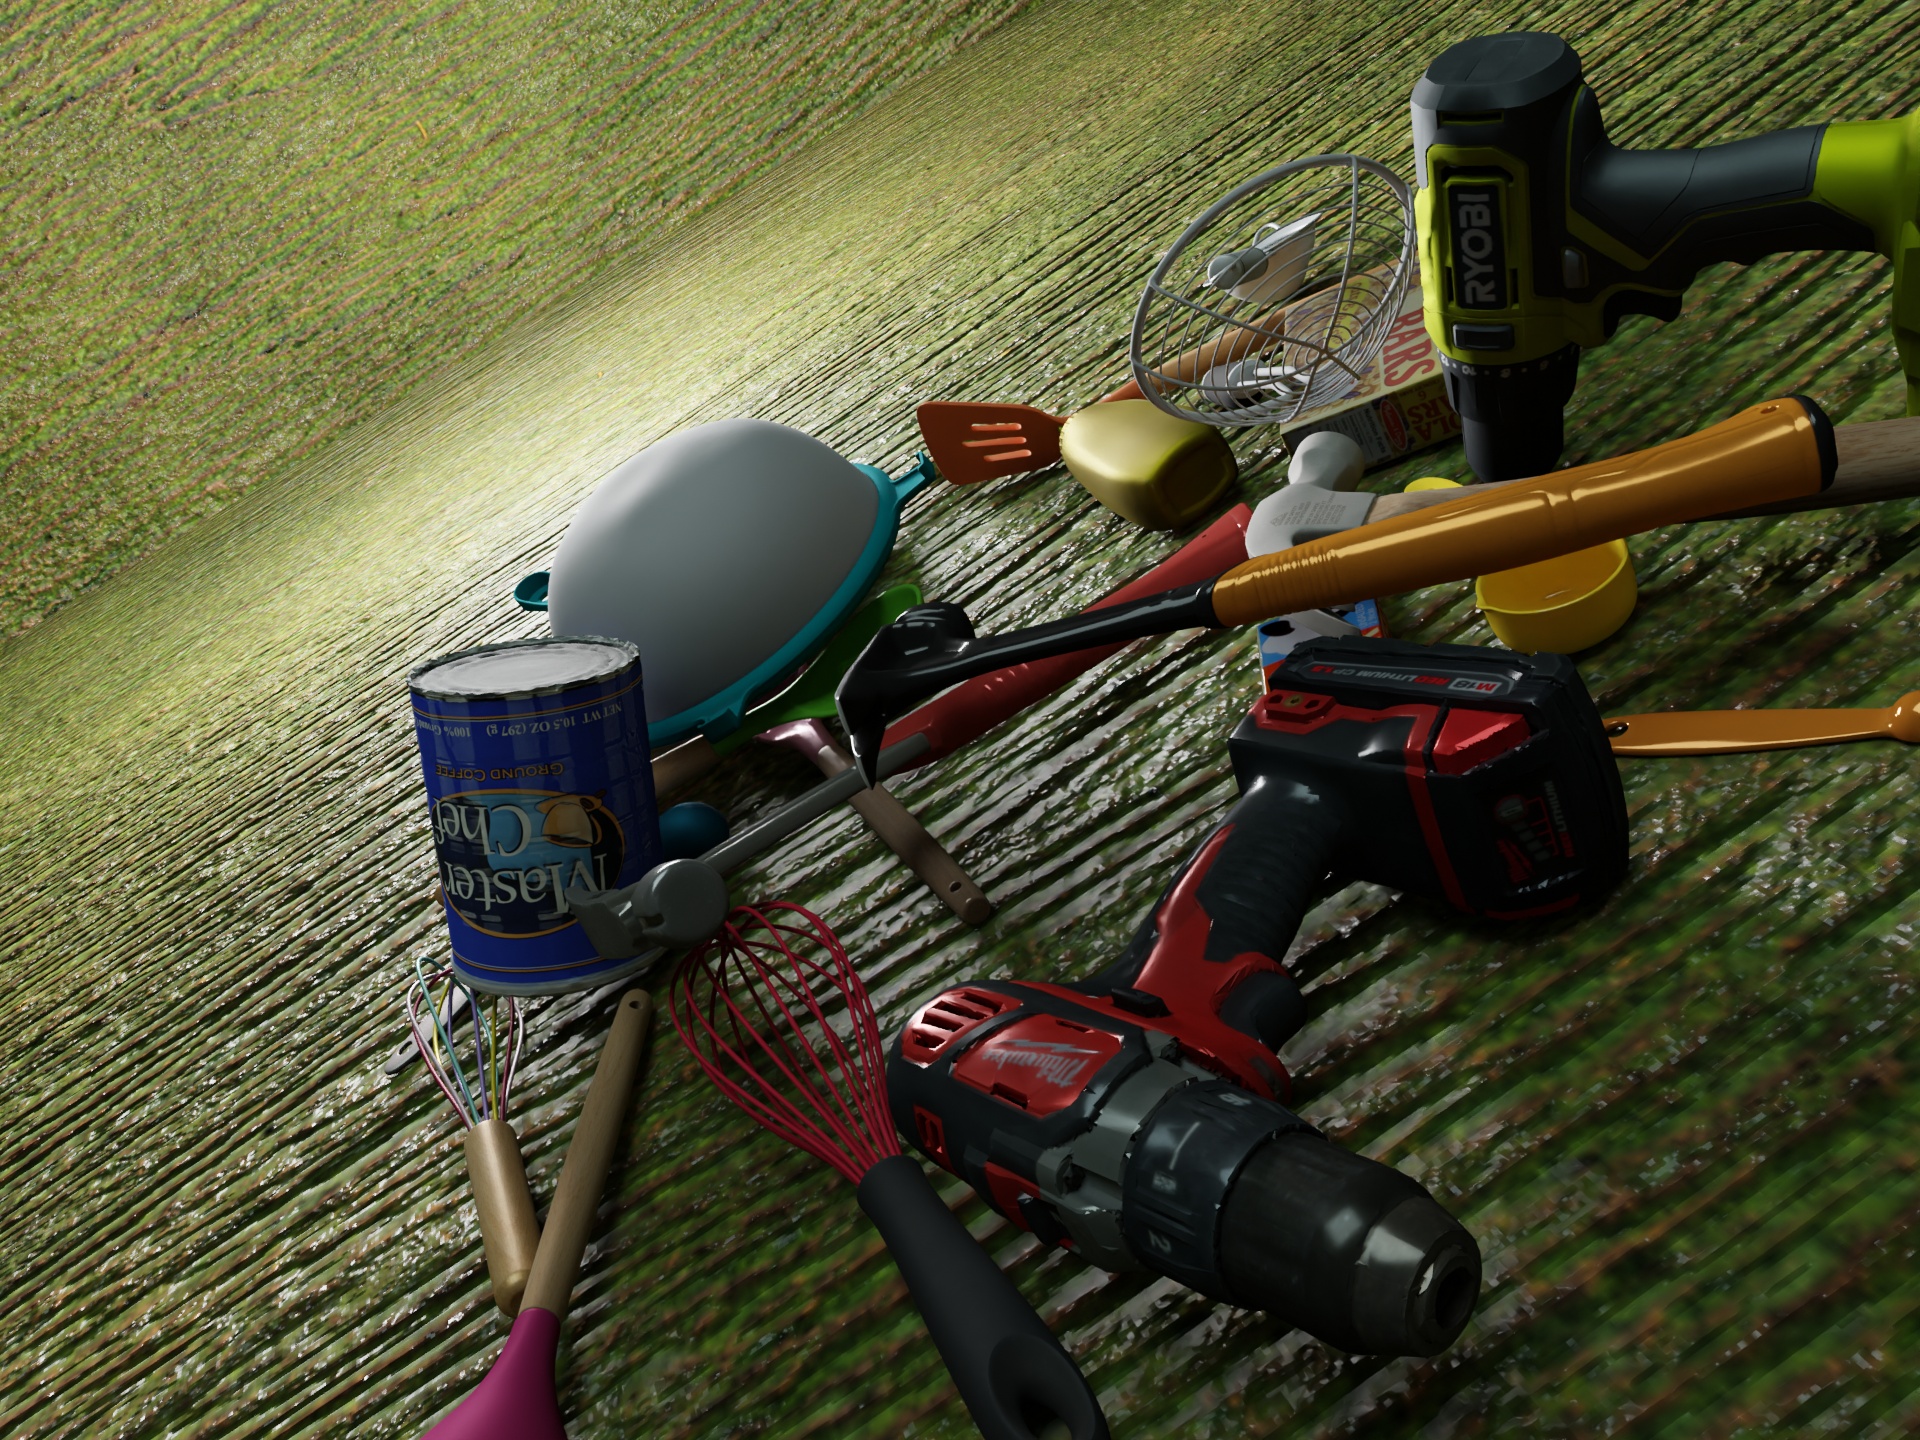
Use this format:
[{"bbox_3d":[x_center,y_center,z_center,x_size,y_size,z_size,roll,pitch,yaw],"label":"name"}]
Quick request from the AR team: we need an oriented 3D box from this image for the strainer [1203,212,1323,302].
[{"bbox_3d":[0.179,-0.276,0.968,0.087,0.050,0.258,-27,7,25],"label":"strainer"}]

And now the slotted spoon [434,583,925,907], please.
[{"bbox_3d":[-0.144,0.023,0.805,0.314,0.031,0.070,-28,35,16],"label":"slotted spoon"}]

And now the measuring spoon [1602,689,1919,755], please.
[{"bbox_3d":[0.260,0.000,0.522,0.117,0.011,0.021,-4,37,41],"label":"measuring spoon"}]

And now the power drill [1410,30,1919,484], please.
[{"bbox_3d":[0.291,-0.165,0.613,0.229,0.190,0.080,12,48,34],"label":"power drill"}]

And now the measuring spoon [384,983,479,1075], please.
[{"bbox_3d":[-0.251,0.128,0.809,0.034,0.018,0.124,-1,41,44],"label":"measuring spoon"}]

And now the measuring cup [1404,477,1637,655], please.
[{"bbox_3d":[0.223,-0.068,0.657,0.062,0.029,0.157,-29,25,4],"label":"measuring cup"}]

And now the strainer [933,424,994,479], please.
[{"bbox_3d":[-0.089,-0.147,1.025,0.256,0.069,0.151,-34,14,-20],"label":"strainer"}]

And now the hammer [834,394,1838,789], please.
[{"bbox_3d":[0.120,-0.049,0.550,0.337,0.034,0.127,-14,17,16],"label":"hammer"}]

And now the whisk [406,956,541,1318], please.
[{"bbox_3d":[-0.203,0.164,0.680,0.047,0.051,0.245,-30,30,-10],"label":"whisk"}]

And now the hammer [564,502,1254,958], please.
[{"bbox_3d":[-0.001,-0.002,0.691,0.359,0.036,0.149,-31,7,-25],"label":"hammer"}]

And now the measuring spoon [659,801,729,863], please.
[{"bbox_3d":[-0.179,0.072,0.800,0.128,0.021,0.042,-20,52,5],"label":"measuring spoon"}]

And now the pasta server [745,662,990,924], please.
[{"bbox_3d":[-0.059,0.022,0.774,0.060,0.040,0.316,-43,30,-4],"label":"pasta server"}]

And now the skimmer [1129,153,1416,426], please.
[{"bbox_3d":[0.132,-0.191,0.763,0.127,0.090,0.363,-32,8,8],"label":"skimmer"}]

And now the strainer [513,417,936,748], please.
[{"bbox_3d":[-0.184,-0.096,0.880,0.340,0.095,0.211,6,53,48],"label":"strainer"}]

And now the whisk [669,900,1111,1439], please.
[{"bbox_3d":[-0.032,0.143,0.530,0.073,0.073,0.296,-36,34,-10],"label":"whisk"}]

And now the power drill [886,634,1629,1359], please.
[{"bbox_3d":[0.106,0.072,0.462,0.227,0.080,0.188,-40,29,-27],"label":"power drill"}]

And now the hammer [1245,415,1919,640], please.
[{"bbox_3d":[0.261,-0.084,0.579,0.331,0.031,0.130,-4,37,34],"label":"hammer"}]

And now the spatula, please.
[{"bbox_3d":[0.132,-0.221,0.975,0.322,0.080,0.041,-24,56,4],"label":"spatula"}]

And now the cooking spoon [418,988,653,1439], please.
[{"bbox_3d":[-0.145,0.195,0.570,0.068,0.017,0.319,15,25,-7],"label":"cooking spoon"}]
